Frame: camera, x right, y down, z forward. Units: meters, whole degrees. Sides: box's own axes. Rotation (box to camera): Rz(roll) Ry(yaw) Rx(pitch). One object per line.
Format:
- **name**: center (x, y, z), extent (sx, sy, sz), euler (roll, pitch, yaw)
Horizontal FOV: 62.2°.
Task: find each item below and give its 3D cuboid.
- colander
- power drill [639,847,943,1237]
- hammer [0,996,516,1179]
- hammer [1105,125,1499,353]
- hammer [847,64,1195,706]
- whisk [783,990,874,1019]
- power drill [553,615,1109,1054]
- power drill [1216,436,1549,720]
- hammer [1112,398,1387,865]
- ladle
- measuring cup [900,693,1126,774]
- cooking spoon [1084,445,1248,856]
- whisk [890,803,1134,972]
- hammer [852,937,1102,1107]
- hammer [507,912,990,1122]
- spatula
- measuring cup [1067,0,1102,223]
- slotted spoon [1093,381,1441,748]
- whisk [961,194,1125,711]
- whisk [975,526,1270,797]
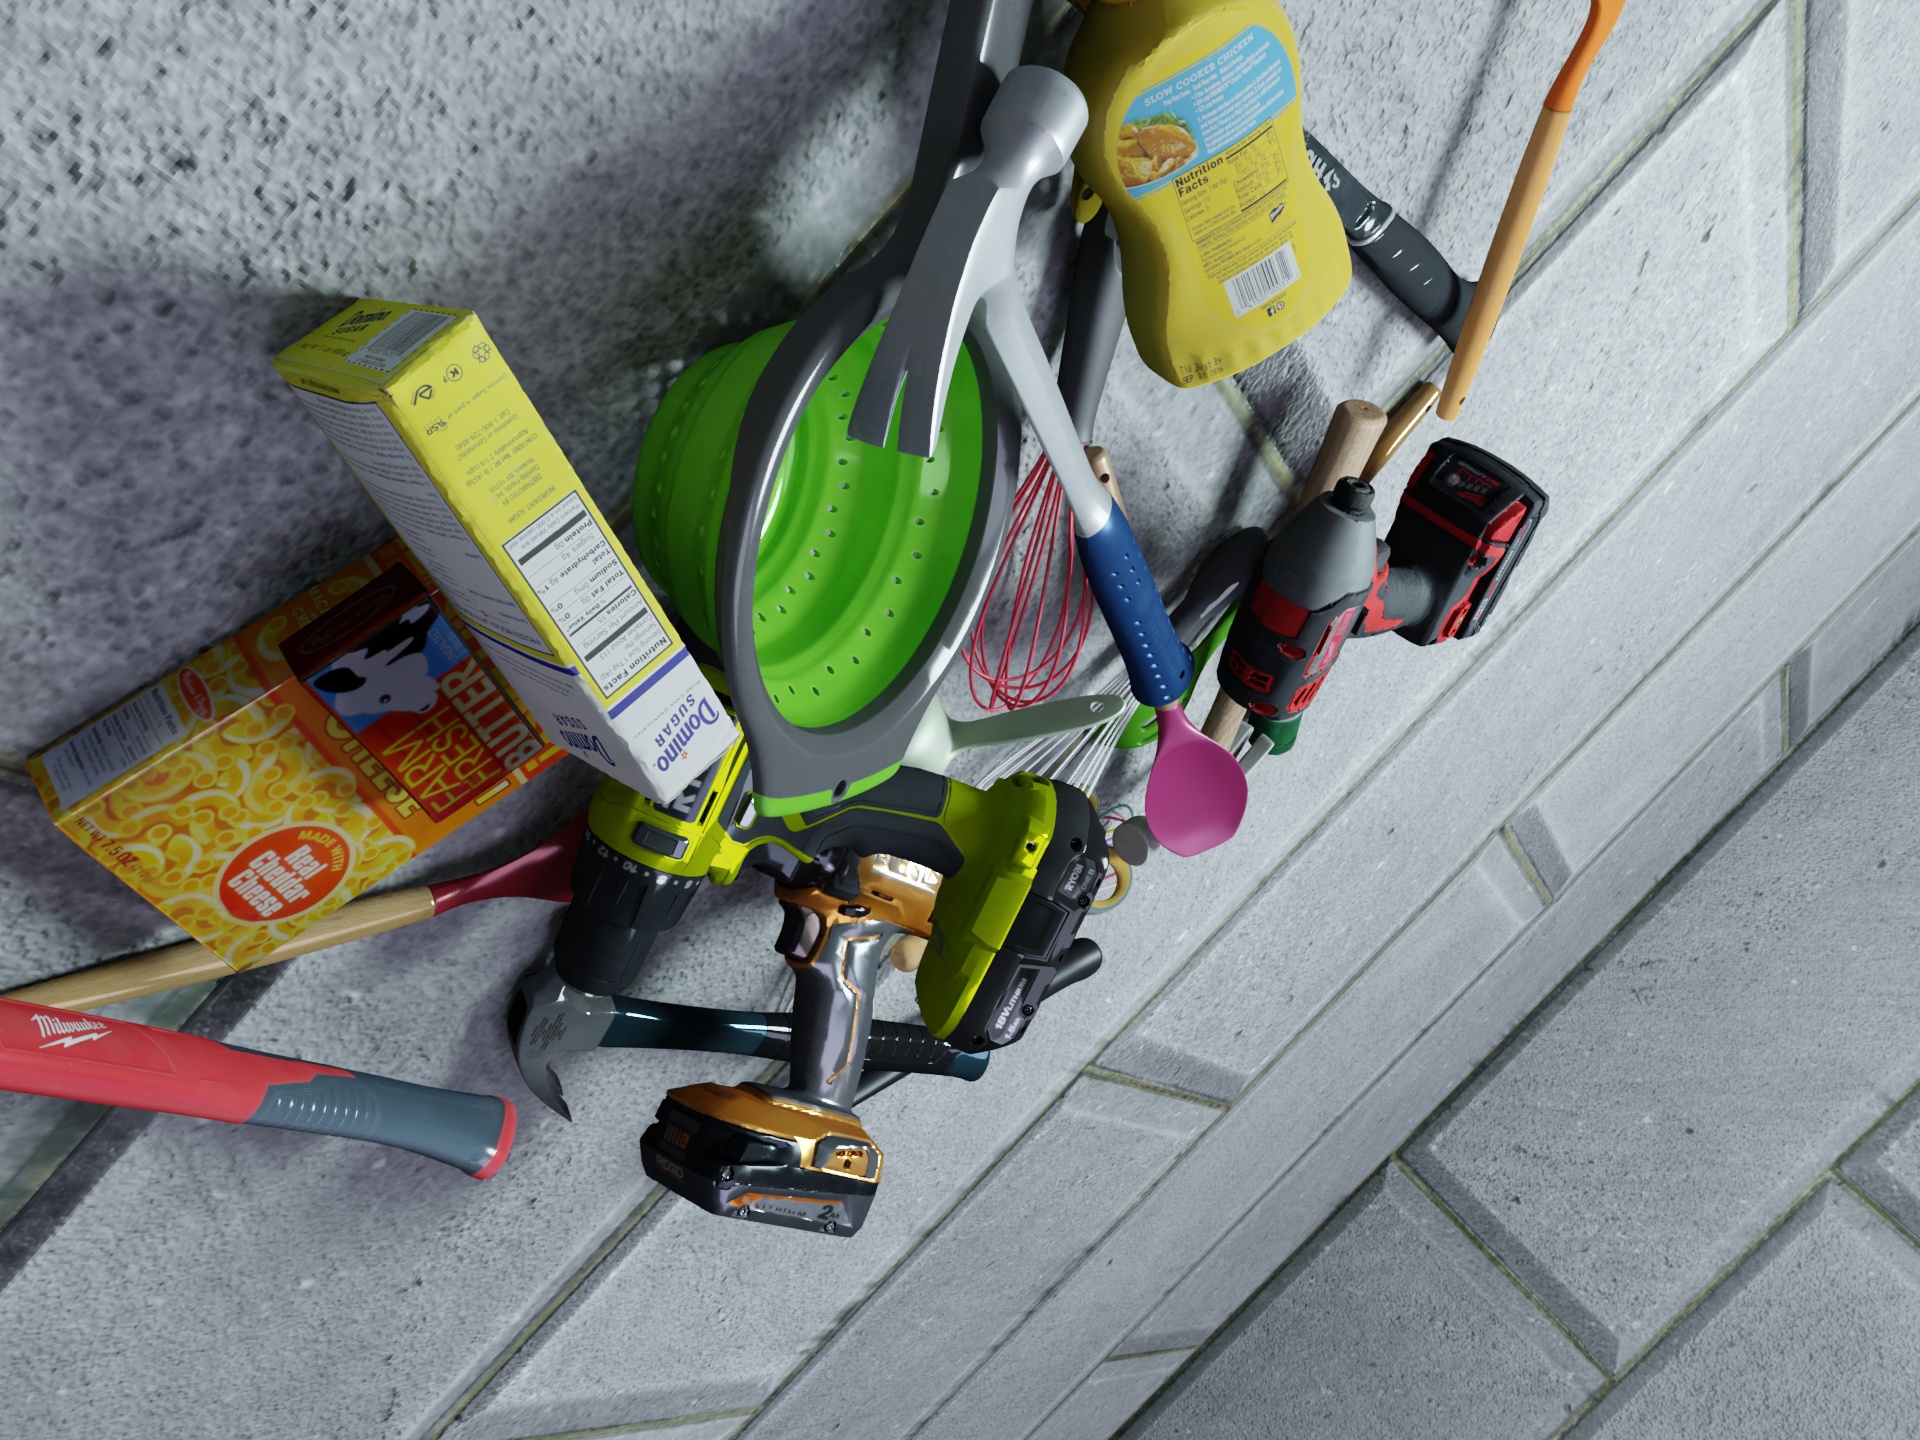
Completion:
- **colander**: center (-0.045, -0.165, 0.617), extent (0.204, 0.094, 0.397), euler (-16, 123, -61)
- **power drill**: center (-0.093, 0.142, 0.840), extent (0.185, 0.084, 0.226), euler (26, 78, -40)
- **hammer**: center (-0.303, 0.132, 0.633), extent (0.038, 0.143, 0.386), euler (-44, 154, -1)
- **hammer**: center (0.202, -0.256, 0.818), extent (0.408, 0.036, 0.149), euler (9, 111, -55)
- **hammer**: center (0.054, -0.094, 0.718), extent (0.144, 0.035, 0.405), euler (-64, 155, -13)
- **whisk**: center (-0.064, 0.124, 0.971), extent (0.058, 0.059, 0.246), euler (-77, -177, -57)
- **power drill**: center (-0.065, 0.071, 0.752), extent (0.228, 0.080, 0.190), euler (23, 99, -16)
- **power drill**: center (0.244, -0.091, 0.923), extent (0.219, 0.079, 0.143), euler (-22, 141, -42)
- **hammer**: center (0.191, -0.052, 1.003), extent (0.130, 0.031, 0.331), euler (-26, 145, -43)
- **ladle**: center (-0.263, 0.086, 0.711), extent (0.315, 0.031, 0.069), euler (-14, 137, -37)
- **measuring cup**: center (-0.001, -0.003, 0.807), extent (0.167, 0.083, 0.038), euler (-10, 141, 13)
- **cooking spoon**: center (0.116, -0.029, 0.938), extent (0.069, 0.017, 0.318), euler (-23, 130, -1)
- **whisk**: center (0.047, 0.111, 1.056), extent (0.245, 0.047, 0.051), euler (-23, 140, -43)
- **hammer**: center (-0.020, 0.229, 1.119), extent (0.334, 0.035, 0.146), euler (-23, 168, -38)
- **hammer**: center (-0.108, 0.184, 0.930), extent (0.330, 0.033, 0.128), euler (15, 117, -40)
- **spatula**: center (0.306, -0.310, 0.859), extent (0.081, 0.041, 0.322), euler (-25, 141, -34)
- **measuring cup**: center (0.053, -0.274, 0.651), extent (0.062, 0.029, 0.156), euler (-29, 152, -22)
- **slotted spoon**: center (0.201, -0.095, 1.030), extent (0.314, 0.031, 0.070), euler (-49, 154, 5)
- **whisk**: center (0.050, -0.125, 0.793), extent (0.073, 0.073, 0.295), euler (-17, 133, -37)
- **whisk**: center (0.096, -0.011, 0.983), extent (0.284, 0.070, 0.070), euler (-50, 149, -2)
